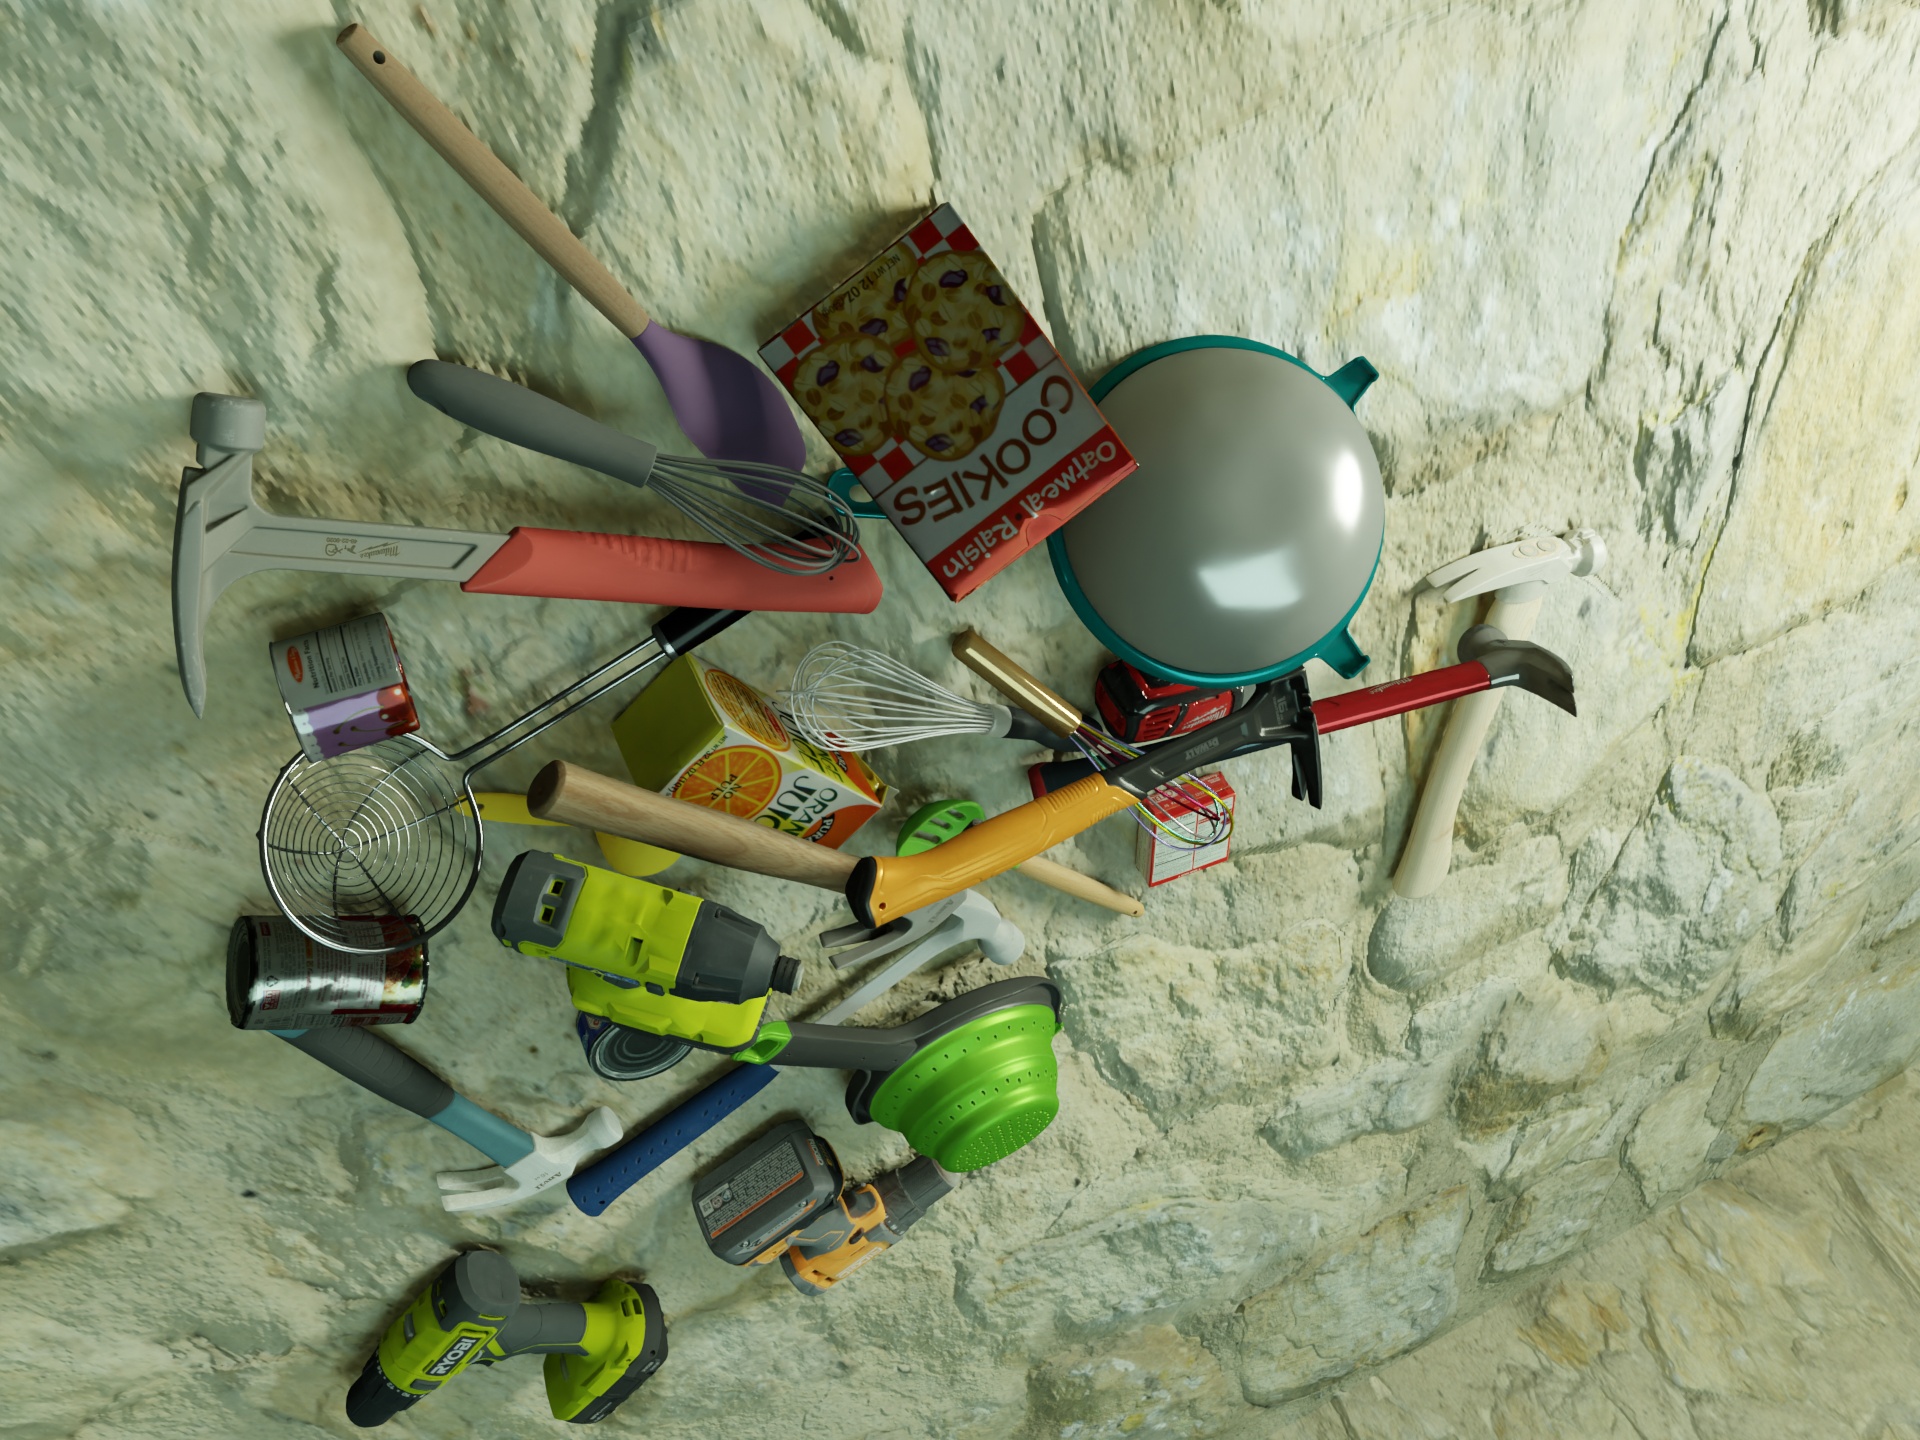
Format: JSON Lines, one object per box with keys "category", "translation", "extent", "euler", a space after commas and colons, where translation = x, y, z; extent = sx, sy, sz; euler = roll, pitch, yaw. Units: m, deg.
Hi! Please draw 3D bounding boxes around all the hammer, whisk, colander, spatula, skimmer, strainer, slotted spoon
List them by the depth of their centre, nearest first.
{"category": "spatula", "translation": [-0.170, -0.207, 0.762], "extent": [0.315, 0.018, 0.060], "euler": [42, 66, -46]}
{"category": "whisk", "translation": [-0.158, -0.127, 0.797], "extent": [0.238, 0.055, 0.055], "euler": [20, 120, -21]}
{"category": "hammer", "translation": [-0.206, -0.071, 0.820], "extent": [0.359, 0.037, 0.149], "euler": [2, 103, -32]}
{"category": "skimmer", "translation": [-0.215, -0.005, 0.890], "extent": [0.363, 0.090, 0.127], "euler": [-33, 109, -3]}
{"category": "strainer", "translation": [0.097, -0.126, 0.900], "extent": [0.340, 0.095, 0.211], "euler": [2, 90, -10]}
{"category": "hammer", "translation": [-0.118, 0.082, 0.969], "extent": [0.331, 0.031, 0.130], "euler": [22, 117, -45]}
{"category": "hammer", "translation": [0.085, 0.058, 1.023], "extent": [0.337, 0.034, 0.127], "euler": [-23, 113, -16]}
{"category": "whisk", "translation": [-0.001, -0.003, 1.056], "extent": [0.284, 0.070, 0.070], "euler": [8, 126, -43]}
{"category": "whisk", "translation": [0.094, 0.013, 1.074], "extent": [0.244, 0.047, 0.051], "euler": [36, 71, -20]}
{"category": "hammer", "translation": [-0.371, 0.259, 1.105], "extent": [0.128, 0.033, 0.330], "euler": [-33, 140, -1]}
{"category": "hammer", "translation": [0.240, 0.008, 1.146], "extent": [0.386, 0.143, 0.038], "euler": [-15, 109, -4]}
{"category": "slotted spoon", "translation": [0.055, 0.115, 1.232], "extent": [0.070, 0.031, 0.313], "euler": [-46, 140, 16]}
{"category": "hammer", "translation": [-0.142, 0.259, 1.245], "extent": [0.405, 0.035, 0.143], "euler": [-36, 140, 5]}
{"category": "colander", "translation": [-0.030, 0.291, 1.251], "extent": [0.204, 0.095, 0.396], "euler": [-42, 149, 18]}
{"category": "hammer", "translation": [0.421, 0.016, 1.355], "extent": [0.146, 0.038, 0.410], "euler": [-15, 137, -17]}

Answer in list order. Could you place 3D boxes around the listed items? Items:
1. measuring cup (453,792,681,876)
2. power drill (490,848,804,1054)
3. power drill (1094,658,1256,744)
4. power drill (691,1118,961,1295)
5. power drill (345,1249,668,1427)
{"category": "measuring cup", "translation": [-0.240, 0.068, 0.994], "extent": [0.156, 0.029, 0.062], "euler": [12, 124, -41]}
{"category": "power drill", "translation": [-0.178, 0.146, 0.970], "extent": [0.171, 0.080, 0.223], "euler": [16, 162, 0]}
{"category": "power drill", "translation": [0.175, -0.080, 1.074], "extent": [0.143, 0.079, 0.219], "euler": [-14, 140, -19]}
{"category": "power drill", "translation": [-0.109, 0.422, 1.401], "extent": [0.185, 0.084, 0.226], "euler": [-35, 144, 3]}
{"category": "power drill", "translation": [-0.383, 0.535, 1.345], "extent": [0.190, 0.080, 0.228], "euler": [-46, 135, 16]}
